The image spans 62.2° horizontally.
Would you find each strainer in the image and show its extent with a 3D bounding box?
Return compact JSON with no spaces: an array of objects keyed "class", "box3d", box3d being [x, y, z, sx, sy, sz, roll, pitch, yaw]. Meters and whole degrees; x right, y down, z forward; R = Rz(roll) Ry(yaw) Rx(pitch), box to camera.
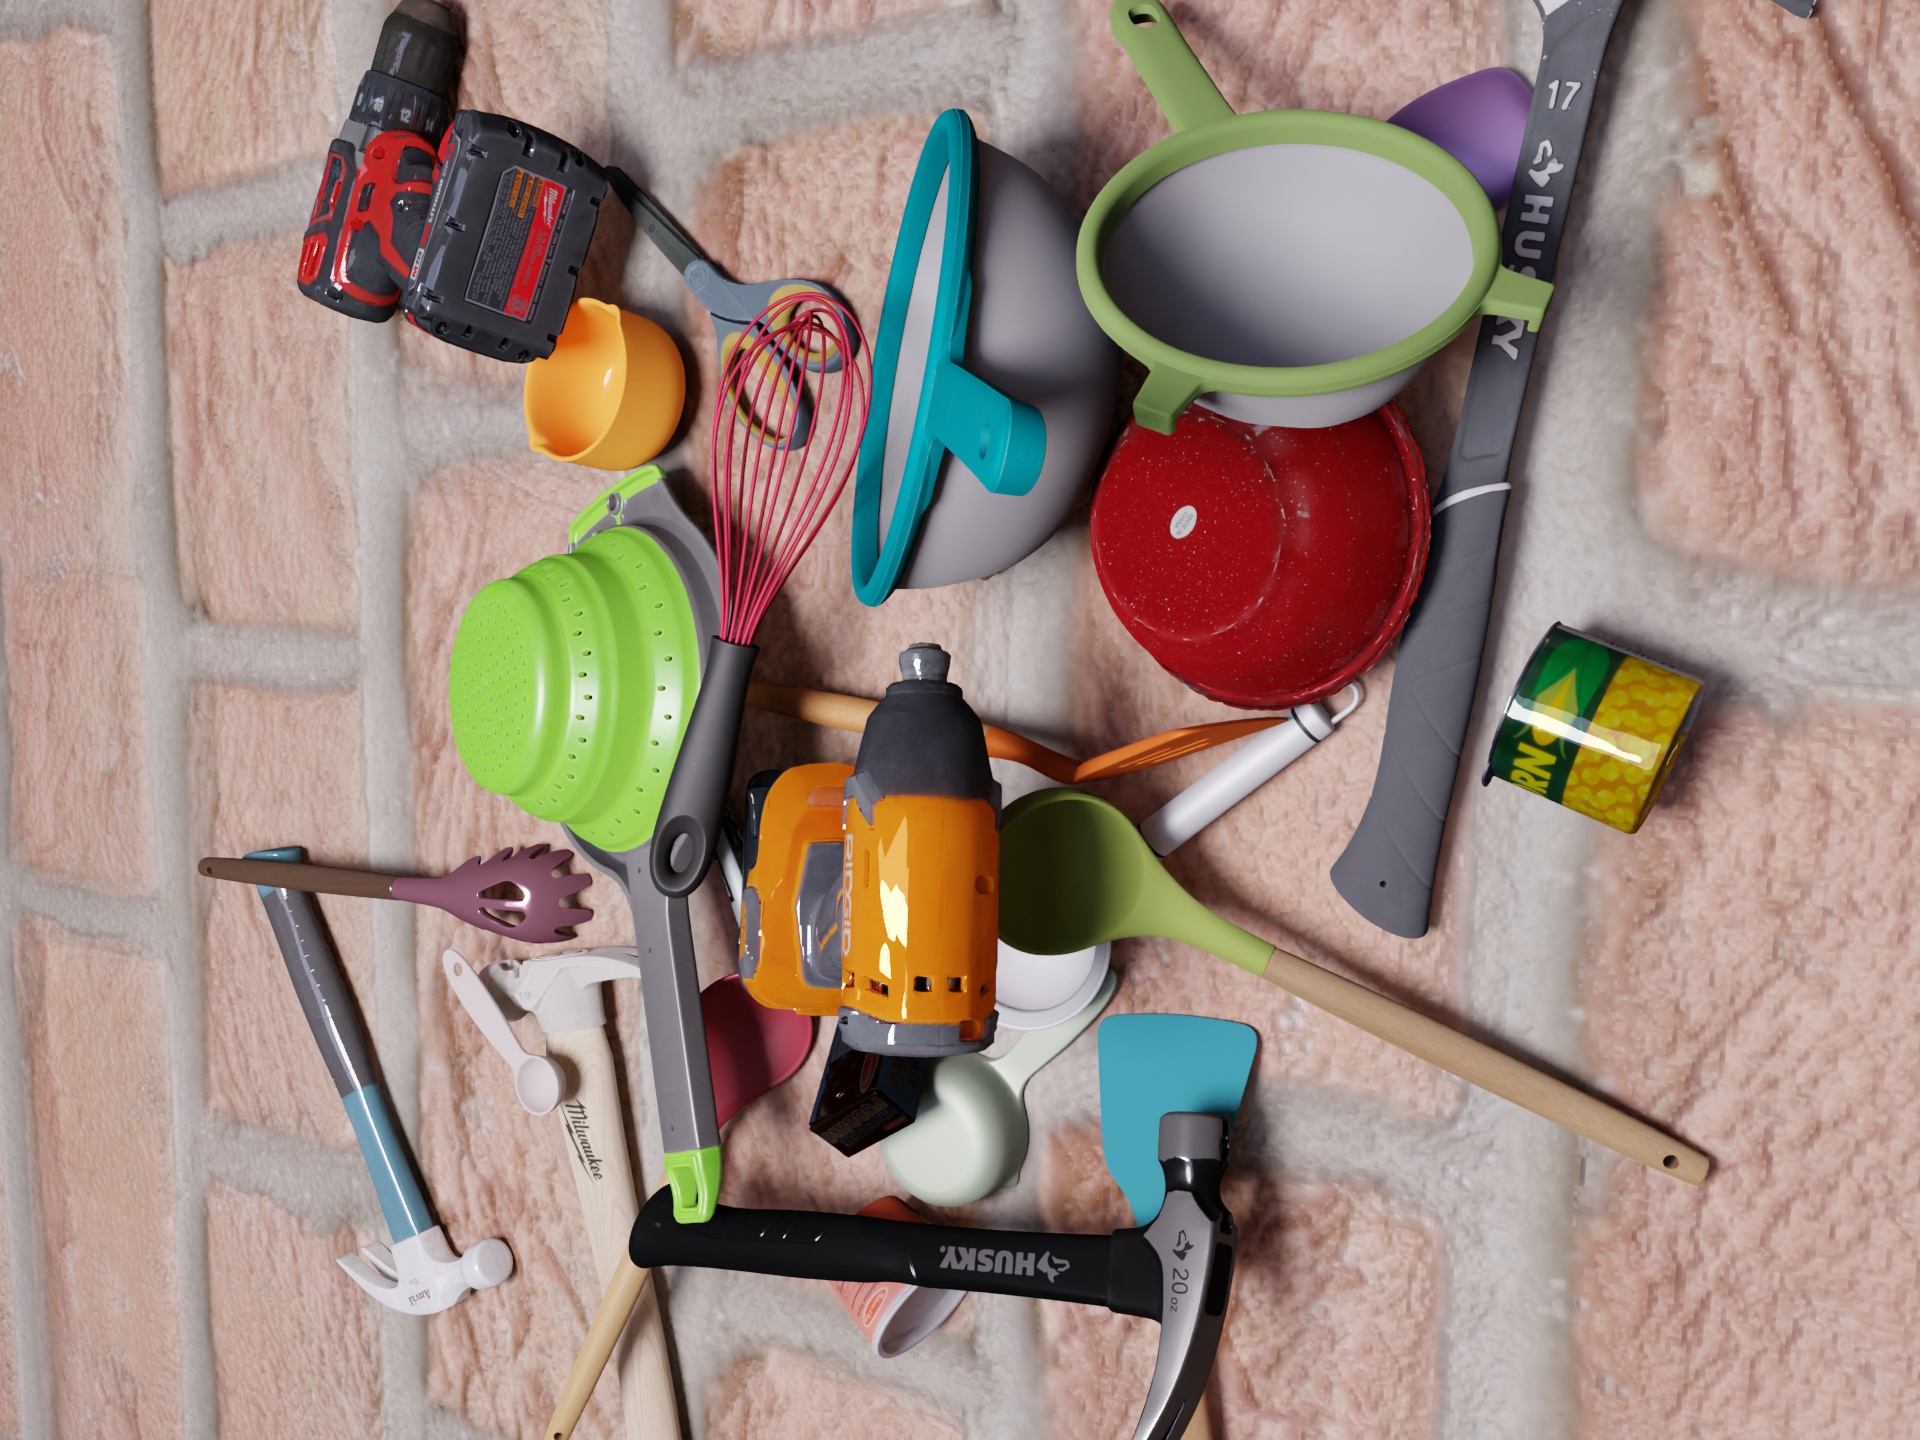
[{"class":"strainer","box3d":[0.108,-0.197,0.629,0.151,0.069,0.257,-16,53,-2]},{"class":"strainer","box3d":[0.026,-0.127,0.633,0.095,0.341,0.211,8,107,-12]},{"class":"strainer","box3d":[0.081,0.063,0.736,0.258,0.050,0.087,-40,75,22]}]

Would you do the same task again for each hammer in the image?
[{"class":"hammer","box3d":[-0.188,0.337,0.933,0.146,0.038,0.410,-11,90,31]},{"class":"hammer","box3d":[-0.403,0.233,1.055,0.128,0.033,0.331,-30,79,29]},{"class":"hammer","box3d":[-0.029,0.260,0.760,0.335,0.035,0.146,-8,64,32]},{"class":"hammer","box3d":[0.214,-0.108,0.634,0.149,0.036,0.409,14,104,21]}]

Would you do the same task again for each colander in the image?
[{"class":"colander","box3d":[-0.192,0.062,0.822,0.204,0.094,0.397,-22,73,46]}]

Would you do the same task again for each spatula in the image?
[{"class":"spatula","box3d":[-0.001,-0.002,0.760,0.323,0.081,0.041,11,101,41]},{"class":"spatula","box3d":[0.117,-0.162,0.702,0.316,0.018,0.060,-39,79,27]},{"class":"spatula","box3d":[0.111,0.299,0.753,0.082,0.044,0.317,-3,98,32]}]

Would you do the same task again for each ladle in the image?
[{"class":"ladle","box3d":[-0.166,0.274,0.882,0.069,0.031,0.315,24,98,-7]},{"class":"ladle","box3d":[0.151,0.116,0.663,0.320,0.062,0.078,25,106,16]}]

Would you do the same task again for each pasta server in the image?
[{"class":"pasta server","box3d":[-0.367,0.103,1.004,0.316,0.040,0.060,2,96,28]}]

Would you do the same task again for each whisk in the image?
[{"class":"whisk","box3d":[-0.103,-0.056,0.754,0.073,0.073,0.296,19,98,29]}]

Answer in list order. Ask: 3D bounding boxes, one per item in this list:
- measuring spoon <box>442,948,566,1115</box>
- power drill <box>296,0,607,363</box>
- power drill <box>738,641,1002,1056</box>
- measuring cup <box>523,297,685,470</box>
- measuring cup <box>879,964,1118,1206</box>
[{"class":"measuring spoon","box3d":[-0.267,0.179,0.934,0.124,0.018,0.034,46,112,24]},{"class":"power drill","box3d":[-0.288,-0.303,0.884,0.227,0.080,0.188,29,103,44]},{"class":"power drill","box3d":[-0.041,0.059,0.713,0.226,0.084,0.164,160,112,-70]},{"class":"measuring cup","box3d":[-0.211,-0.209,0.884,0.095,0.052,0.174,-51,56,24]},{"class":"measuring cup","box3d":[0.018,0.177,0.785,0.083,0.038,0.167,49,119,18]}]
